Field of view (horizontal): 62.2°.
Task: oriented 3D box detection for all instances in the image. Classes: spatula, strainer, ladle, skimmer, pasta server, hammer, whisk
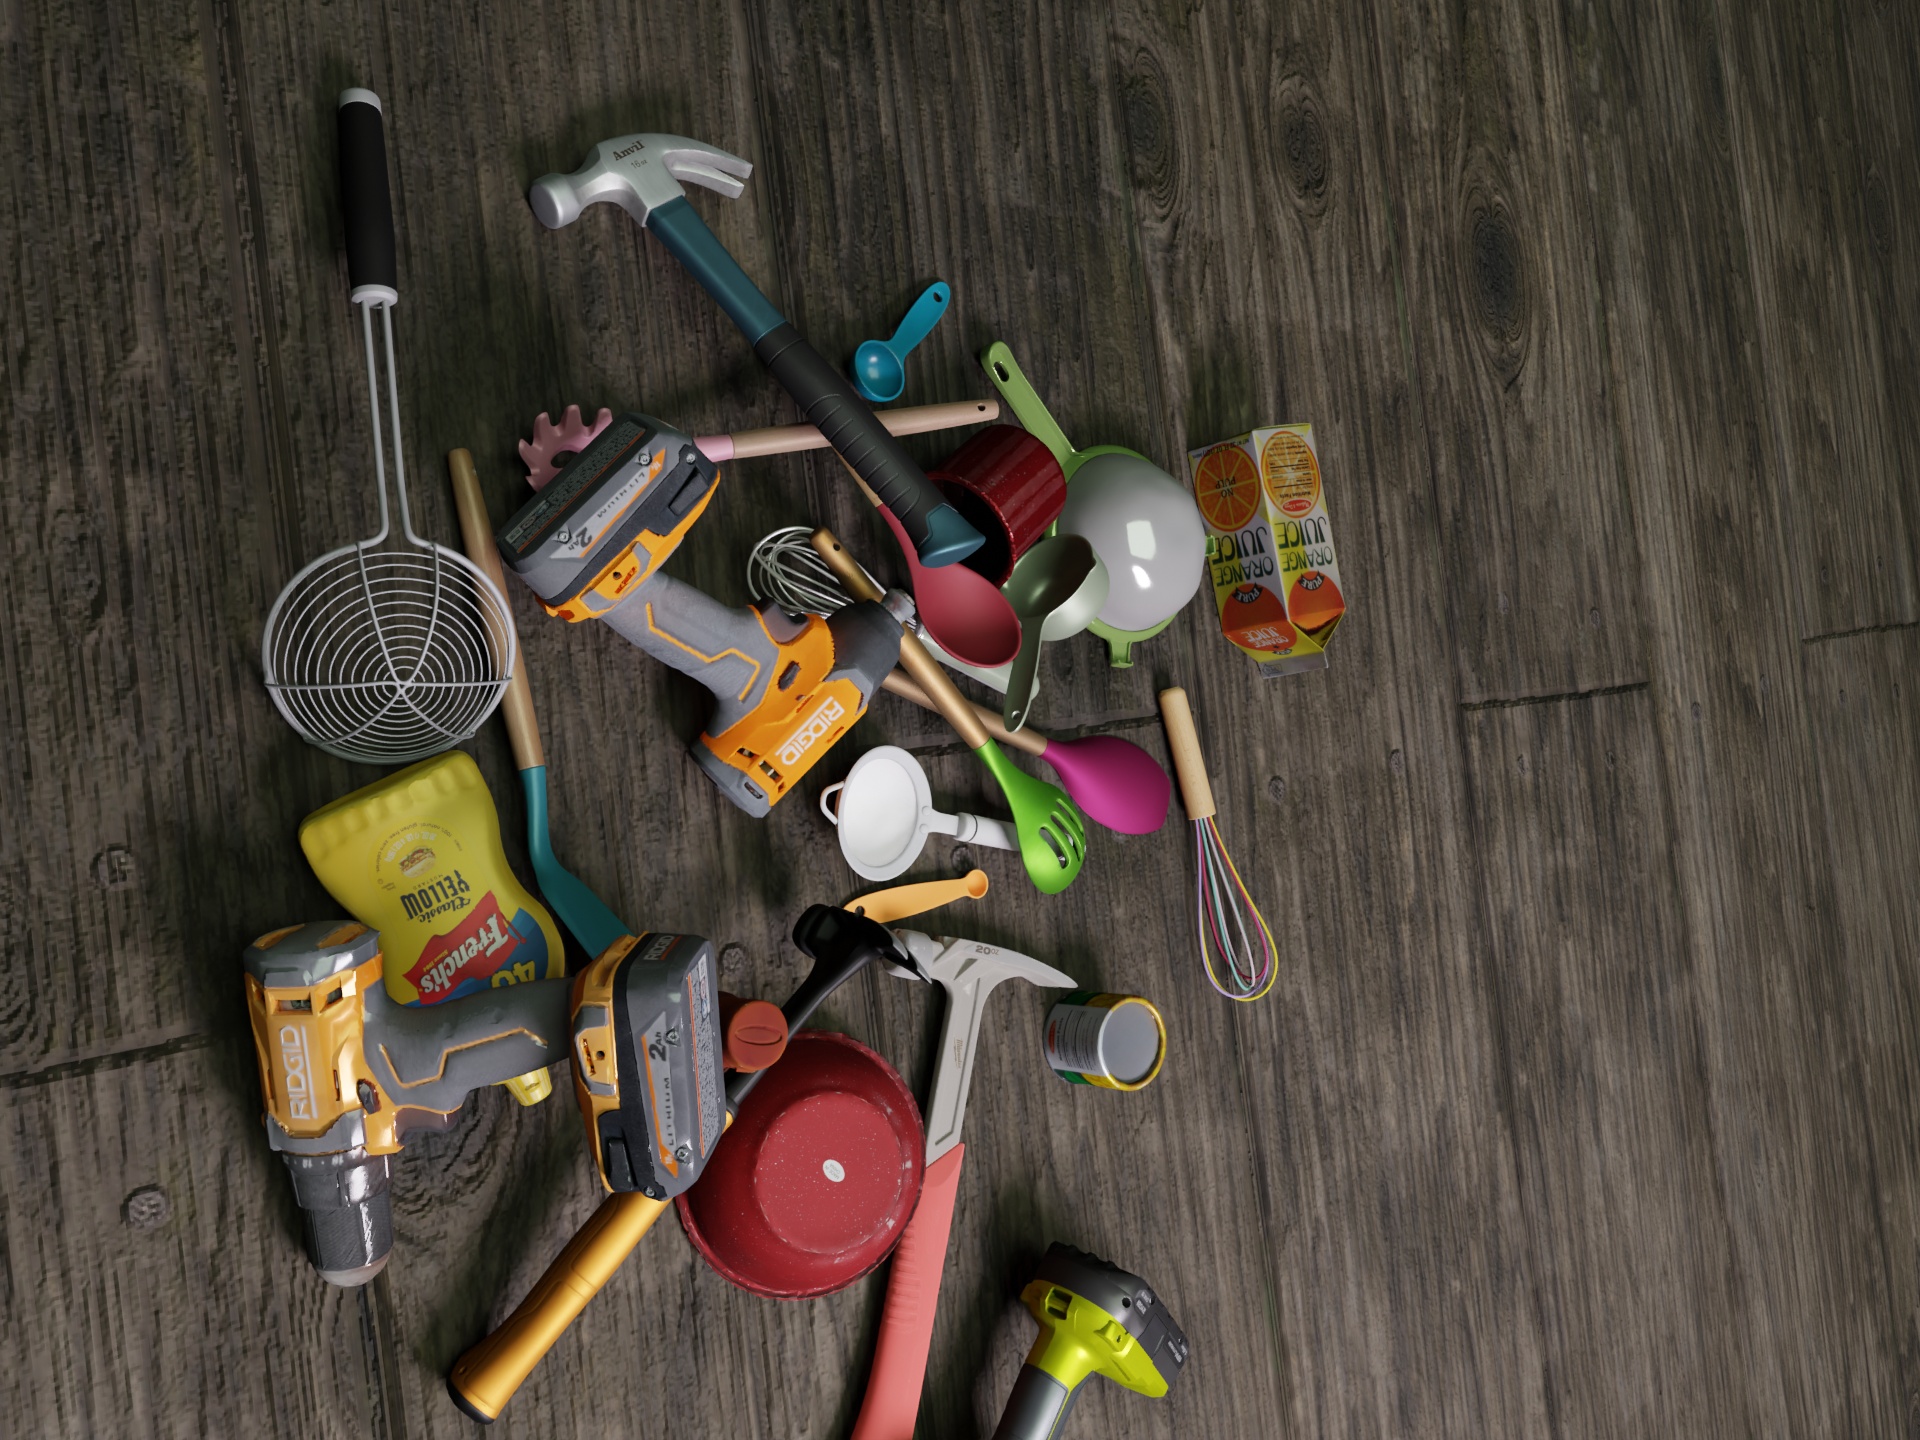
[{"bbox_3d":[-0.237,-0.001,0.896,0.044,0.082,0.317,-14,90,5],"label":"spatula"},{"bbox_3d":[0.107,-0.175,1.159,0.256,0.069,0.151,52,58,-22],"label":"strainer"},{"bbox_3d":[-0.006,0.071,1.066,0.258,0.050,0.087,14,82,-41],"label":"strainer"},{"bbox_3d":[-0.064,-0.164,1.031,0.069,0.031,0.315,-40,98,-39],"label":"ladle"},{"bbox_3d":[-0.318,-0.161,0.864,0.127,0.090,0.363,-3,76,-26],"label":"skimmer"},{"bbox_3d":[-0.114,-0.174,0.978,0.316,0.040,0.060,-13,87,-25],"label":"pasta server"},{"bbox_3d":[-0.015,0.323,1.032,0.149,0.037,0.359,21,72,-34],"label":"hammer"},{"bbox_3d":[-0.107,-0.223,0.967,0.331,0.033,0.128,49,58,0],"label":"hammer"},{"bbox_3d":[-0.153,0.242,0.882,0.337,0.127,0.034,-49,114,-18],"label":"hammer"},{"bbox_3d":[0.193,0.093,1.212,0.051,0.047,0.245,-13,89,-51],"label":"whisk"},{"bbox_3d":[-0.038,-0.063,1.058,0.246,0.058,0.059,26,104,-35],"label":"whisk"}]

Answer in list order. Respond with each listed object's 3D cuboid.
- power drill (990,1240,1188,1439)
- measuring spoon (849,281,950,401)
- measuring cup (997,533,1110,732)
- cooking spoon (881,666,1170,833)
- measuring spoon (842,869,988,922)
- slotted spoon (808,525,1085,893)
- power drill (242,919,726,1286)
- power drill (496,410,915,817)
[{"bbox_3d":[0.057,0.479,1.033,0.228,0.080,0.190,-54,133,-27],"label":"power drill"},{"bbox_3d":[-0.042,-0.262,1.096,0.042,0.021,0.129,48,50,-22],"label":"measuring spoon"},{"bbox_3d":[0.059,-0.054,1.094,0.038,0.083,0.168,44,48,-39],"label":"measuring cup"},{"bbox_3d":[0.038,0.010,1.118,0.318,0.017,0.069,24,70,-33],"label":"cooking spoon"},{"bbox_3d":[-0.031,0.118,1.062,0.117,0.011,0.021,-10,92,-34],"label":"measuring spoon"},{"bbox_3d":[-0.002,-0.003,1.039,0.313,0.031,0.070,52,48,-25],"label":"slotted spoon"},{"bbox_3d":[-0.236,0.192,0.790,0.226,0.084,0.185,-1,100,5],"label":"power drill"},{"bbox_3d":[-0.134,-0.069,0.920,0.164,0.084,0.226,-45,124,-6],"label":"power drill"}]
